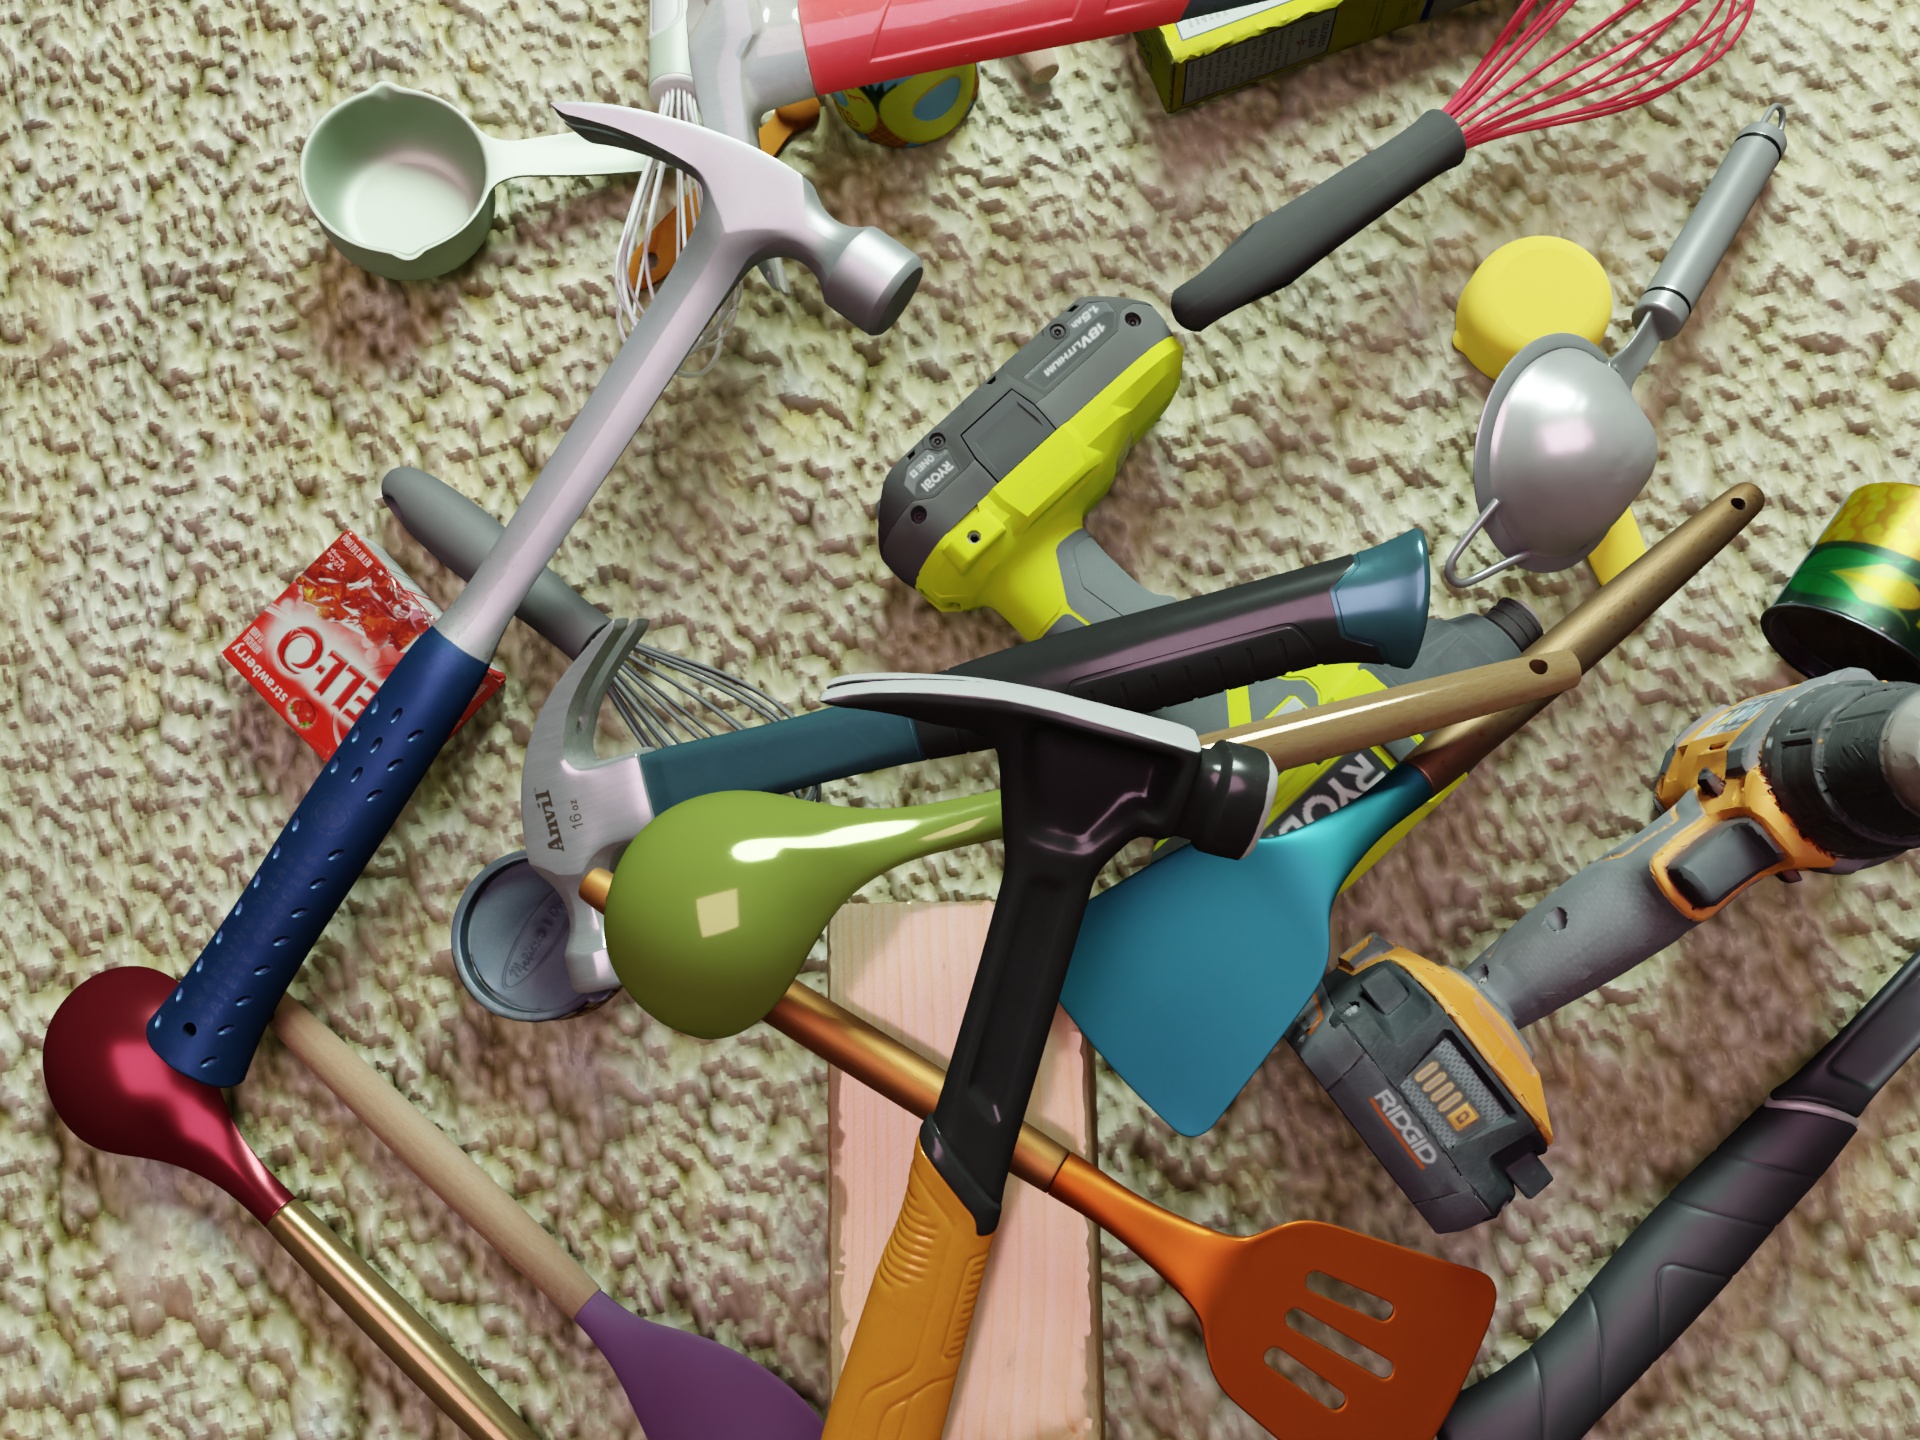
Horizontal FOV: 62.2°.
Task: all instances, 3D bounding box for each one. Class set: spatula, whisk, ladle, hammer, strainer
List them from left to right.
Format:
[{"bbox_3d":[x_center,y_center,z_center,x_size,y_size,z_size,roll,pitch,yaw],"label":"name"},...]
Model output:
[{"bbox_3d":[-0.245,0.209,0.615,0.315,0.031,0.069,40,84,9],"label":"ladle"},{"bbox_3d":[-0.186,-0.041,0.597,0.144,0.035,0.405,35,94,3],"label":"hammer"},{"bbox_3d":[-0.160,0.204,0.609,0.316,0.018,0.060,39,101,10],"label":"spatula"},{"bbox_3d":[-0.147,-0.032,0.634,0.239,0.055,0.055,37,86,14],"label":"whisk"},{"bbox_3d":[-0.118,-0.254,0.661,0.058,0.059,0.246,-14,69,31],"label":"whisk"},{"bbox_3d":[-0.014,0.153,0.467,0.127,0.034,0.337,14,100,-4],"label":"hammer"},{"bbox_3d":[-0.001,-0.002,0.553,0.331,0.033,0.128,-15,91,12],"label":"hammer"},{"bbox_3d":[0.011,0.132,0.511,0.323,0.041,0.081,29,85,15],"label":"spatula"},{"bbox_3d":[0.043,0.028,0.507,0.320,0.062,0.078,-14,57,-5],"label":"ladle"},{"bbox_3d":[0.092,-0.264,0.589,0.386,0.038,0.143,-9,100,7],"label":"hammer"},{"bbox_3d":[0.167,0.009,0.542,0.317,0.044,0.082,-36,71,-18],"label":"spatula"},{"bbox_3d":[0.197,-0.230,0.602,0.296,0.073,0.073,-36,79,-11],"label":"whisk"},{"bbox_3d":[0.259,-0.147,0.592,0.086,0.050,0.258,47,67,-30],"label":"strainer"},{"bbox_3d":[0.318,0.127,0.562,0.149,0.036,0.409,44,89,3],"label":"hammer"}]

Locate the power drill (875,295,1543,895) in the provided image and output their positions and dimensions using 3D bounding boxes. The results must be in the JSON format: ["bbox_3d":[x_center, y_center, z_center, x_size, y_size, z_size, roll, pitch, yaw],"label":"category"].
[{"bbox_3d":[0.092,-0.043,0.598,0.171,0.080,0.223,-43,83,-2],"label":"power drill"}]

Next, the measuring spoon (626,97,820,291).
[{"bbox_3d":[-0.103,-0.228,0.678,0.021,0.011,0.117,42,87,11],"label":"measuring spoon"}]

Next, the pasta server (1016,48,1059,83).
[{"bbox_3d":[-0.032,-0.413,0.689,0.060,0.040,0.316,-24,80,-10],"label":"pasta server"}]

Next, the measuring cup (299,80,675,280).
[{"bbox_3d":[-0.192,-0.231,0.682,0.167,0.038,0.083,-10,79,-13],"label":"measuring cup"}]

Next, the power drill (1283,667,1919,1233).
[{"bbox_3d":[0.218,0.065,0.512,0.226,0.185,0.084,-38,82,2],"label":"power drill"}]

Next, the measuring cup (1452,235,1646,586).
[{"bbox_3d":[0.240,-0.116,0.615,0.062,0.029,0.157,-16,78,3],"label":"measuring cup"}]
